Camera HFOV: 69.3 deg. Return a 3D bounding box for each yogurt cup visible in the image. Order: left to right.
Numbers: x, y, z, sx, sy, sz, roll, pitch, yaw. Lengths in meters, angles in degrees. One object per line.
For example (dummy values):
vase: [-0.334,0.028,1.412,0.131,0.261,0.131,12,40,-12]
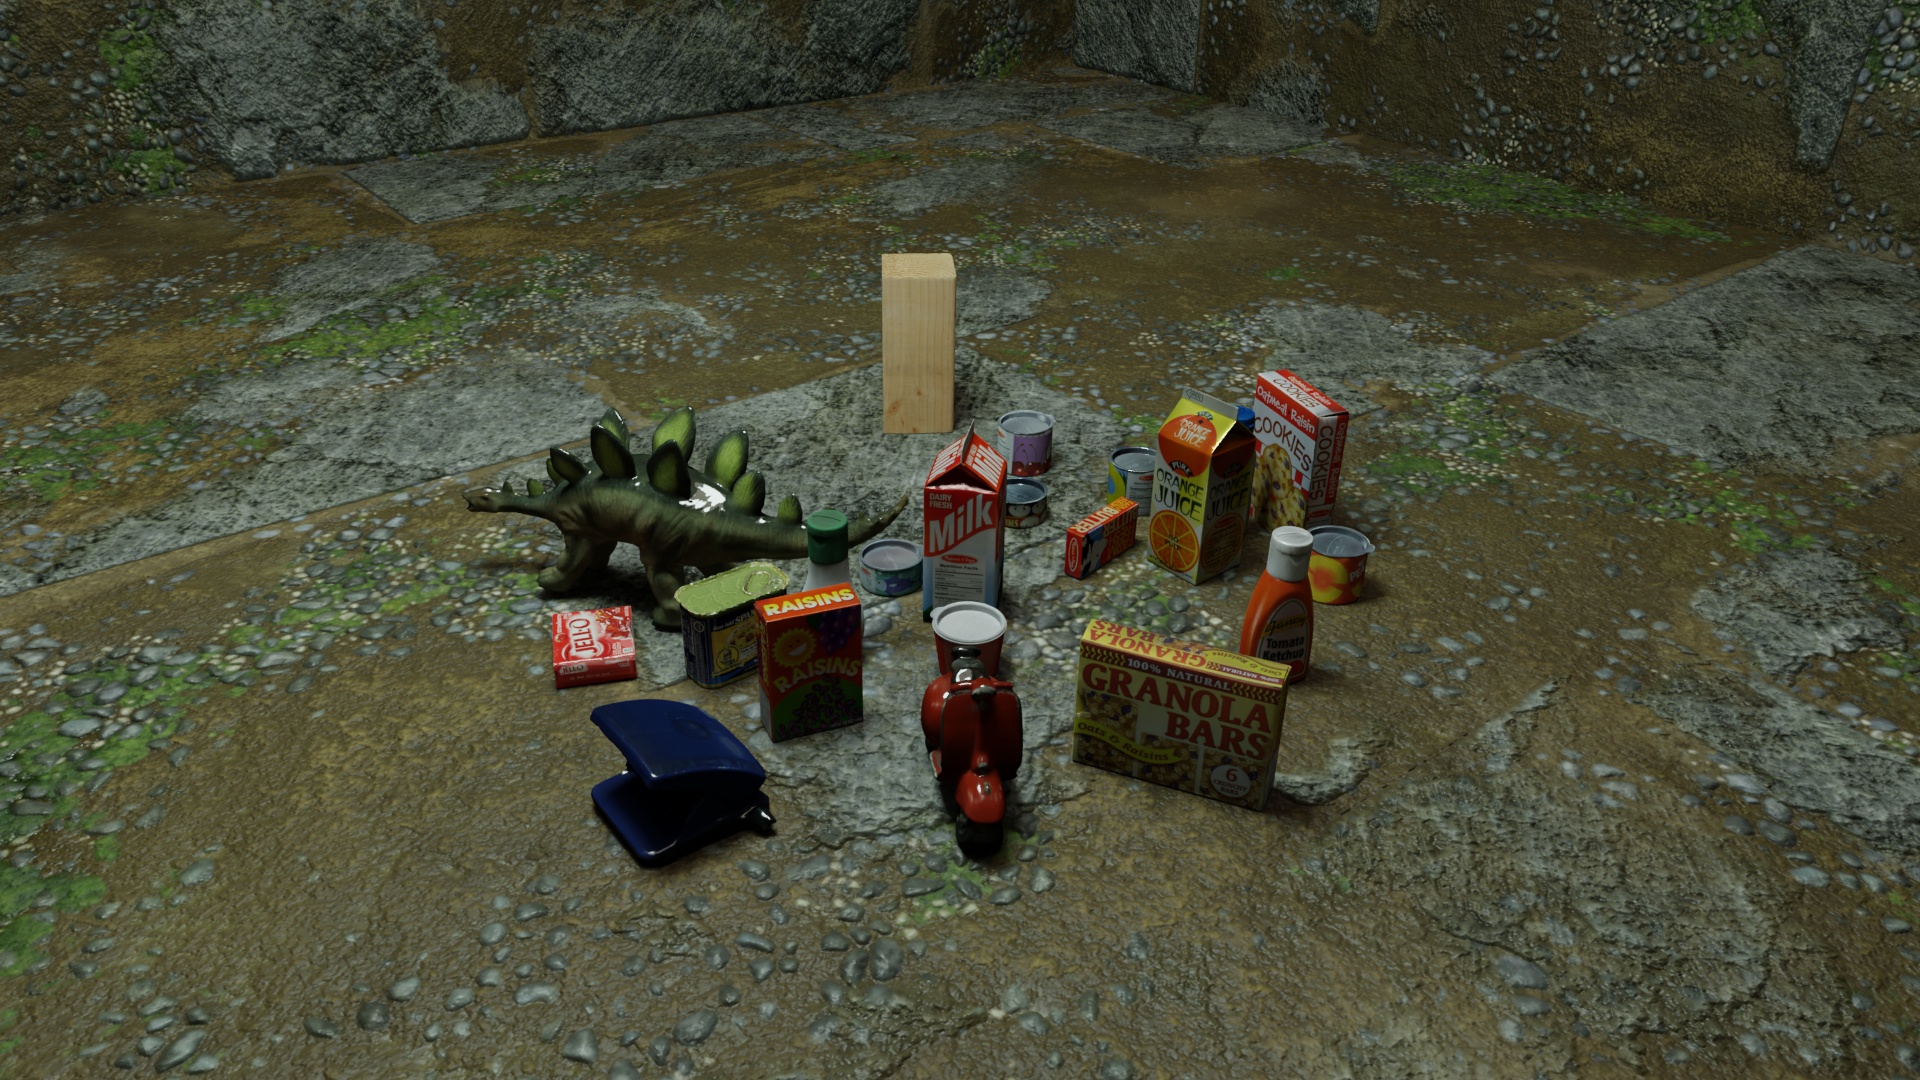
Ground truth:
yogurt cup: [0.008,0.096,1.278,0.072,0.053,0.073,1,29,0]

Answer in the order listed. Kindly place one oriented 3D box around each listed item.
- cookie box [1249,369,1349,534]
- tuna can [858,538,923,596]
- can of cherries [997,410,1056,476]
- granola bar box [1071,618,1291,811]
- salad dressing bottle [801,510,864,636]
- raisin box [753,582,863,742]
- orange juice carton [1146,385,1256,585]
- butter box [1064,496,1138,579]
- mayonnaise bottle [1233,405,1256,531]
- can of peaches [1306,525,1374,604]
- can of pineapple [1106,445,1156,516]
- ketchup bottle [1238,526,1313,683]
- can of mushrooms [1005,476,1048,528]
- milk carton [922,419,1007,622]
cookie box: [0.359,-0.085,1.499,0.040,0.166,0.123,-9,31,-18]
tuna can: [-0.068,0.027,1.420,0.071,0.032,0.071,1,29,0]
can of cherries: [0.079,-0.116,1.655,0.071,0.058,0.072,1,29,0]
granola bar box: [0.176,0.142,1.131,0.165,0.123,0.039,13,31,19]
salad dressing bottle: [-0.120,0.044,1.270,0.064,0.147,0.044,12,31,18]
raisin box: [-0.128,0.104,1.188,0.086,0.122,0.040,-10,31,-20]
orange juice carton: [0.248,-0.060,1.425,0.073,0.191,0.072,-22,36,-35]
butter box: [0.148,-0.004,1.462,0.024,0.052,0.104,23,36,34]
mayonnaise bottle: [0.290,-0.071,1.491,0.041,0.147,0.065,23,36,34]
can of peaches: [0.381,0.026,1.414,0.071,0.057,0.071,1,29,0]
can of pineapple: [0.200,-0.068,1.575,0.071,0.057,0.071,1,29,0]
ketchup bottle: [0.291,0.059,1.258,0.065,0.148,0.044,-4,29,-10]
can of mushrooms: [0.062,-0.042,1.547,0.071,0.033,0.071,1,29,0]
milk carton: [0.005,-0.017,1.341,0.073,0.189,0.073,5,29,7]
